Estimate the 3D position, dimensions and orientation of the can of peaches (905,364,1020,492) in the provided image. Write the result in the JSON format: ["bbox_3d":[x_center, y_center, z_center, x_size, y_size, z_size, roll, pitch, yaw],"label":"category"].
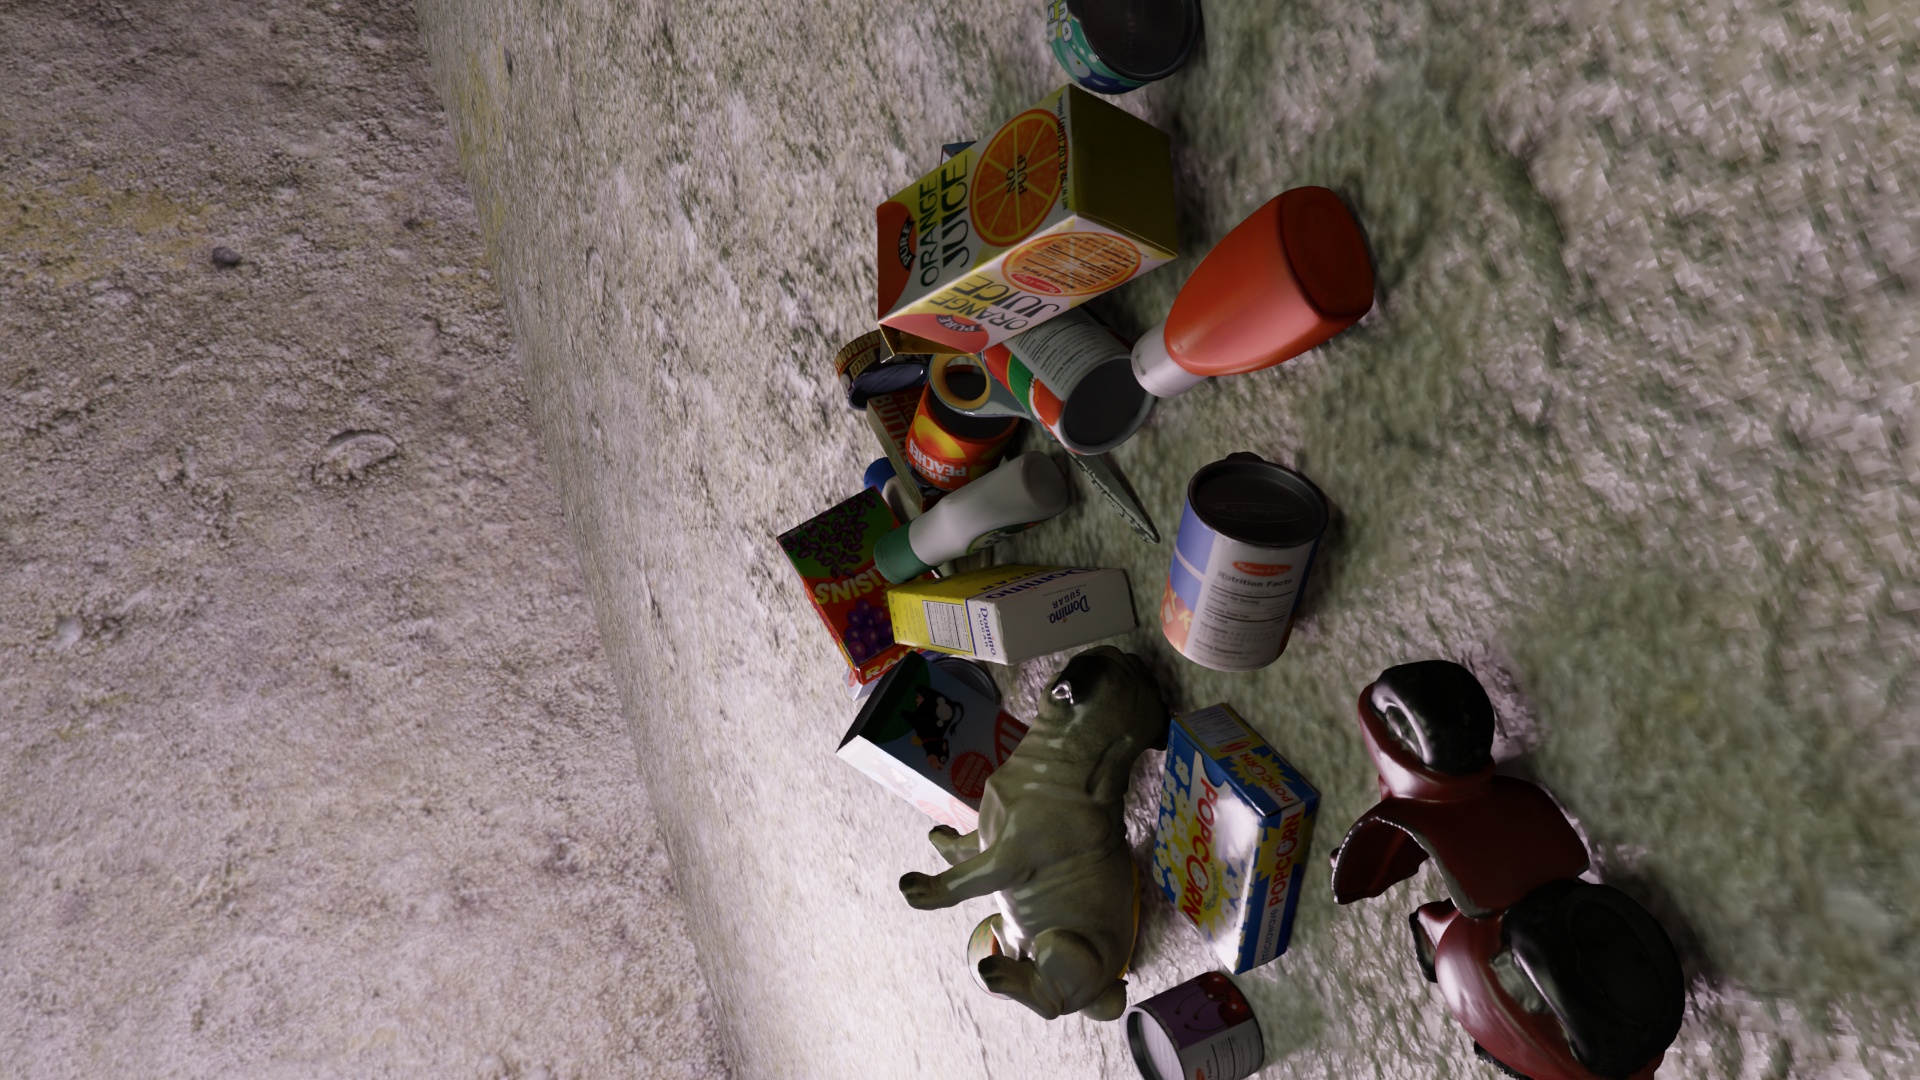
[{"bbox_3d":[0.000,-0.073,0.918,0.071,0.071,0.057,63,153,24],"label":"can of peaches"}]

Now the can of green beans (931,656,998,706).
[{"bbox_3d":[-0.010,0.132,1.067,0.071,0.071,0.057,63,154,25],"label":"can of green beans"}]

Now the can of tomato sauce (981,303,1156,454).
[{"bbox_3d":[0.061,-0.095,0.777,0.083,0.071,0.070,50,147,42],"label":"can of tomato sauce"}]

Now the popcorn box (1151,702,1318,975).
[{"bbox_3d":[0.149,0.166,0.773,0.085,0.038,0.126,48,145,48],"label":"popcorn box"}]

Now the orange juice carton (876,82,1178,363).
[{"bbox_3d":[0.017,-0.155,0.731,0.192,0.073,0.072,-19,66,46],"label":"orange juice carton"}]

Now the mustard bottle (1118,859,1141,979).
[{"bbox_3d":[0.092,0.251,0.938,0.065,0.049,0.159,54,148,36],"label":"mustard bottle"}]

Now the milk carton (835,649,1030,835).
[{"bbox_3d":[0.018,0.163,0.956,0.190,0.074,0.072,34,154,-5],"label":"milk carton"}]

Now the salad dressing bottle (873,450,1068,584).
[{"bbox_3d":[0.003,-0.011,0.909,0.147,0.064,0.044,-27,86,41],"label":"salad dressing bottle"}]

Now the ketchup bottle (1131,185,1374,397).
[{"bbox_3d":[0.128,-0.106,0.648,0.148,0.044,0.065,-31,75,66],"label":"ketchup bottle"}]

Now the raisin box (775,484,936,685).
[{"bbox_3d":[-0.067,0.031,1.014,0.123,0.086,0.040,56,165,22],"label":"raisin box"}]

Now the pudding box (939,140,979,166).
[{"bbox_3d":[0.017,-0.205,0.851,0.084,0.030,0.049,52,147,41],"label":"pudding box"}]

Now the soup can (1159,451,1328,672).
[{"bbox_3d":[0.136,0.011,0.677,0.071,0.071,0.083,53,149,40],"label":"soup can"}]

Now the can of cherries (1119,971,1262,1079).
[{"bbox_3d":[0.140,0.304,0.850,0.072,0.058,0.071,46,144,47],"label":"can of cherries"}]

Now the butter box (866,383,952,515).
[{"bbox_3d":[-0.025,-0.066,0.998,0.104,0.053,0.024,60,155,31],"label":"butter box"}]

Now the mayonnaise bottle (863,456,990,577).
[{"bbox_3d":[-0.028,-0.021,1.050,0.148,0.041,0.064,42,146,52],"label":"mayonnaise bottle"}]

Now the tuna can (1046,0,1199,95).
[{"bbox_3d":[0.074,-0.245,0.650,0.033,0.071,0.071,8,111,66],"label":"tuna can"}]

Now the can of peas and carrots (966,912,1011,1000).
[{"bbox_3d":[0.046,0.312,1.059,0.071,0.071,0.058,69,155,13],"label":"can of peas and carrots"}]

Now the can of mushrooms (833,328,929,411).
[{"bbox_3d":[-0.058,-0.126,1.016,0.033,0.071,0.070,68,156,18],"label":"can of mushrooms"}]

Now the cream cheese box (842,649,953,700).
[{"bbox_3d":[-0.038,0.083,1.054,0.024,0.104,0.053,59,154,16],"label":"cream cheese box"}]
